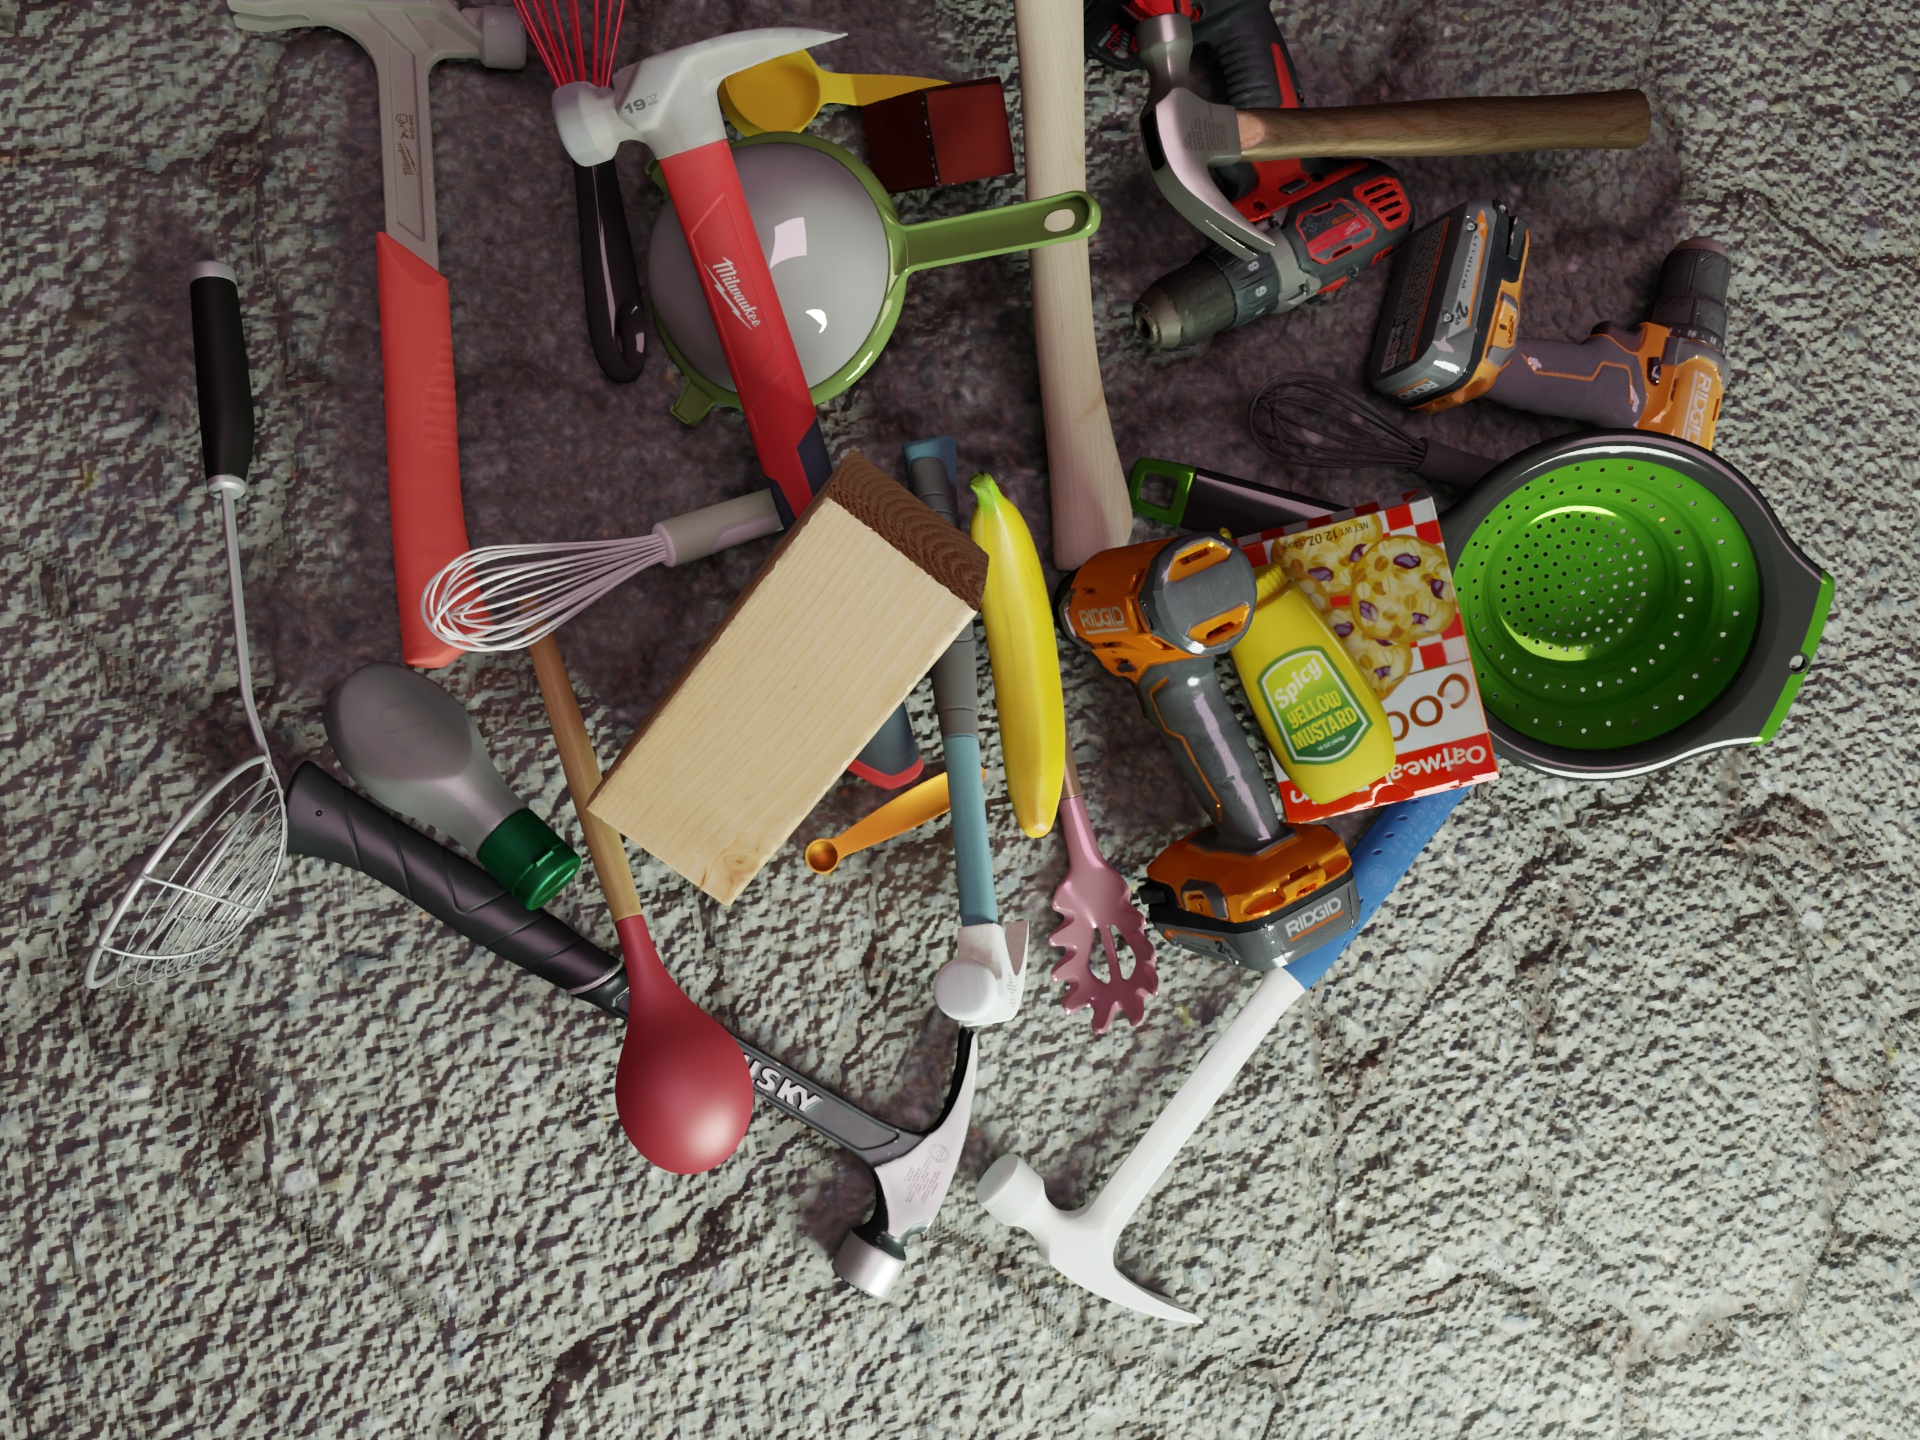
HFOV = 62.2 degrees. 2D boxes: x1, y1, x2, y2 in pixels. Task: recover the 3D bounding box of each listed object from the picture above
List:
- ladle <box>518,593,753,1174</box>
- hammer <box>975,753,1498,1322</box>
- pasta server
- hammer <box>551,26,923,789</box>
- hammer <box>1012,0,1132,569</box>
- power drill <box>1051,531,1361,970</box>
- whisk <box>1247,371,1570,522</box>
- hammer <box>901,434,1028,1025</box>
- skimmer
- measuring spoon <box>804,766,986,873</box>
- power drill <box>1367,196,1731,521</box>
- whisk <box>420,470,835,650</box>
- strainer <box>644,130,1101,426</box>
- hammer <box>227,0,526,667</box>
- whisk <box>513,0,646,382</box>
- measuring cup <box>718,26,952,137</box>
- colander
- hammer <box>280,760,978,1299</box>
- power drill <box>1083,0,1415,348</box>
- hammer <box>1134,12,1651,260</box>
[{"bbox_3d":[-0.178,0.078,0.821,0.069,0.031,0.315,-15,77,-23],"label":"ladle"},{"bbox_3d":[0.189,0.162,0.930,0.144,0.035,0.405,43,77,-7],"label":"hammer"},{"bbox_3d":[0.055,0.018,0.906,0.060,0.040,0.316,-14,87,13],"label":"pasta server"},{"bbox_3d":[-0.072,-0.144,0.812,0.143,0.038,0.386,-13,112,11],"label":"hammer"},{"bbox_3d":[0.044,-0.284,0.862,0.146,0.038,0.410,-14,108,-28],"label":"hammer"},{"bbox_3d":[0.121,0.012,0.870,0.084,0.164,0.226,-24,100,-20],"label":"power drill"},{"bbox_3d":[0.281,-0.159,0.975,0.238,0.055,0.055,15,82,-17],"label":"whisk"},{"bbox_3d":[-0.001,-0.003,0.859,0.033,0.128,0.331,-8,75,10],"label":"hammer"},{"bbox_3d":[-0.385,-0.056,0.775,0.090,0.127,0.363,-5,78,-21],"label":"skimmer"},{"bbox_3d":[-0.036,0.054,0.897,0.117,0.011,0.021,-27,93,-18],"label":"measuring spoon"},{"bbox_3d":[0.382,-0.245,0.990,0.226,0.084,0.185,19,81,-16],"label":"power drill"},{"bbox_3d":[-0.163,-0.090,0.839,0.246,0.057,0.059,-23,65,-28],"label":"whisk"},{"bbox_3d":[-0.059,-0.245,0.821,0.256,0.069,0.151,-5,91,18],"label":"strainer"},{"bbox_3d":[-0.296,-0.207,0.837,0.149,0.037,0.359,-3,86,-14],"label":"hammer"},{"bbox_3d":[-0.200,-0.329,0.846,0.073,0.073,0.295,-9,100,-15],"label":"whisk"},{"bbox_3d":[-0.065,-0.359,0.918,0.156,0.029,0.062,-5,90,-26],"label":"measuring cup"},{"bbox_3d":[0.296,-0.096,0.954,0.397,0.094,0.204,16,107,5],"label":"colander"},{"bbox_3d":[-0.173,0.142,0.841,0.408,0.036,0.149,33,78,-9],"label":"hammer"},{"bbox_3d":[0.148,-0.343,0.941,0.188,0.080,0.226,-30,96,-15],"label":"power drill"},{"bbox_3d":[0.259,-0.341,0.922,0.331,0.031,0.130,-9,93,-18],"label":"hammer"}]
